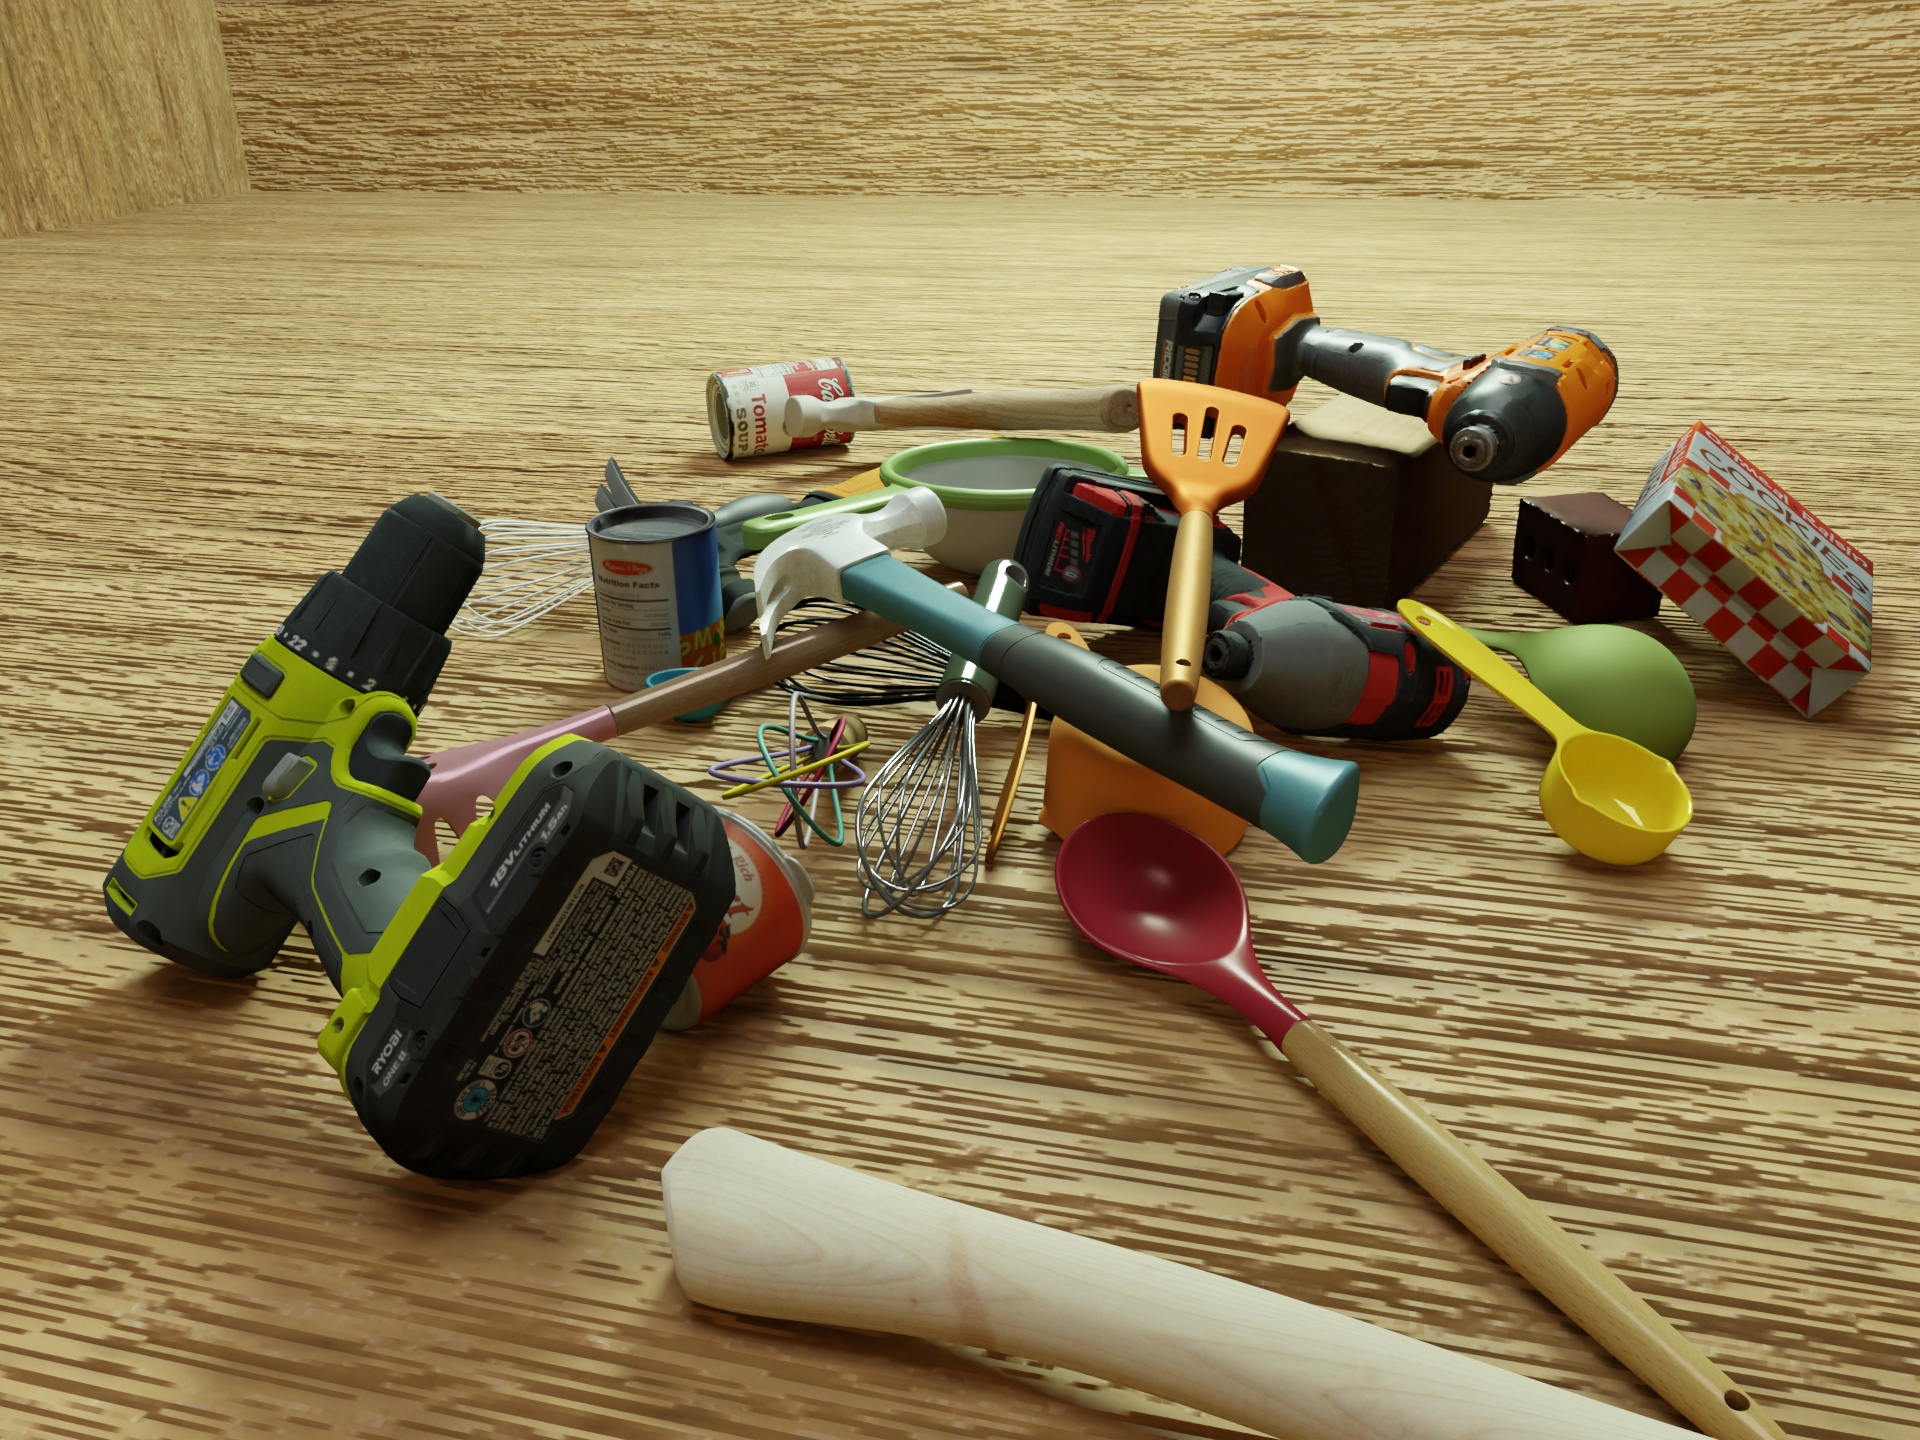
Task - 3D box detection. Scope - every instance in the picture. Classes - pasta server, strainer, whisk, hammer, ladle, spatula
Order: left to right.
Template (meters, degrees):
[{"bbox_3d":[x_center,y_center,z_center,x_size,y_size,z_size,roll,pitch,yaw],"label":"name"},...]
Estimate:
[{"bbox_3d":[-0.202,-0.103,0.960,0.070,0.070,0.284,18,26,36],"label":"whisk"},{"bbox_3d":[-0.129,-0.002,0.710,0.316,0.040,0.060,-22,32,-26],"label":"pasta server"},{"bbox_3d":[-0.052,0.014,0.630,0.051,0.047,0.245,42,3,-1],"label":"whisk"},{"bbox_3d":[-0.073,-0.145,1.019,0.127,0.034,0.337,43,39,17],"label":"hammer"},{"bbox_3d":[-0.014,-0.111,0.935,0.256,0.069,0.152,-19,28,-35],"label":"strainer"},{"bbox_3d":[-0.001,-0.002,0.691,0.057,0.059,0.246,39,35,-15],"label":"whisk"},{"bbox_3d":[0.012,-0.207,1.068,0.130,0.031,0.331,-9,14,-31],"label":"hammer"},{"bbox_3d":[0.010,-0.020,0.777,0.239,0.055,0.055,11,27,16],"label":"whisk"},{"bbox_3d":[0.028,-0.026,0.650,0.128,0.033,0.331,-25,36,-30],"label":"hammer"},{"bbox_3d":[0.103,-0.086,0.694,0.081,0.041,0.323,13,27,4],"label":"spatula"},{"bbox_3d":[0.124,0.113,0.502,0.069,0.031,0.316,-18,31,-21],"label":"ladle"},{"bbox_3d":[0.215,-0.035,0.813,0.078,0.062,0.320,-14,20,-38],"label":"ladle"},{"bbox_3d":[0.109,0.157,0.378,0.411,0.038,0.146,10,36,26],"label":"hammer"}]

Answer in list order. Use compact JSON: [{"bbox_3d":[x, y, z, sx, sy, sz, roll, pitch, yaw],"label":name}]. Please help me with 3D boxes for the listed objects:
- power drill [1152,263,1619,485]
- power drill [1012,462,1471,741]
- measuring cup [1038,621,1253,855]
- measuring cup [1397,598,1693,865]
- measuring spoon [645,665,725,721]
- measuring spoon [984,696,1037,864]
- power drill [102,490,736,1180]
[{"bbox_3d":[0.221,-0.183,0.858,0.227,0.084,0.164,19,32,28],"label":"power drill"},{"bbox_3d":[0.124,-0.054,0.774,0.143,0.078,0.220,4,21,-35],"label":"power drill"},{"bbox_3d":[0.068,-0.010,0.694,0.095,0.052,0.174,-9,40,-12],"label":"measuring cup"},{"bbox_3d":[0.238,0.003,0.675,0.062,0.029,0.157,-15,48,-32],"label":"measuring cup"},{"bbox_3d":[-0.112,-0.020,0.822,0.042,0.021,0.128,14,20,29],"label":"measuring spoon"},{"bbox_3d":[0.021,0.016,0.687,0.011,0.021,0.117,20,47,-4],"label":"measuring spoon"},{"bbox_3d":[-0.184,0.029,0.541,0.229,0.190,0.080,27,-7,39],"label":"power drill"}]
